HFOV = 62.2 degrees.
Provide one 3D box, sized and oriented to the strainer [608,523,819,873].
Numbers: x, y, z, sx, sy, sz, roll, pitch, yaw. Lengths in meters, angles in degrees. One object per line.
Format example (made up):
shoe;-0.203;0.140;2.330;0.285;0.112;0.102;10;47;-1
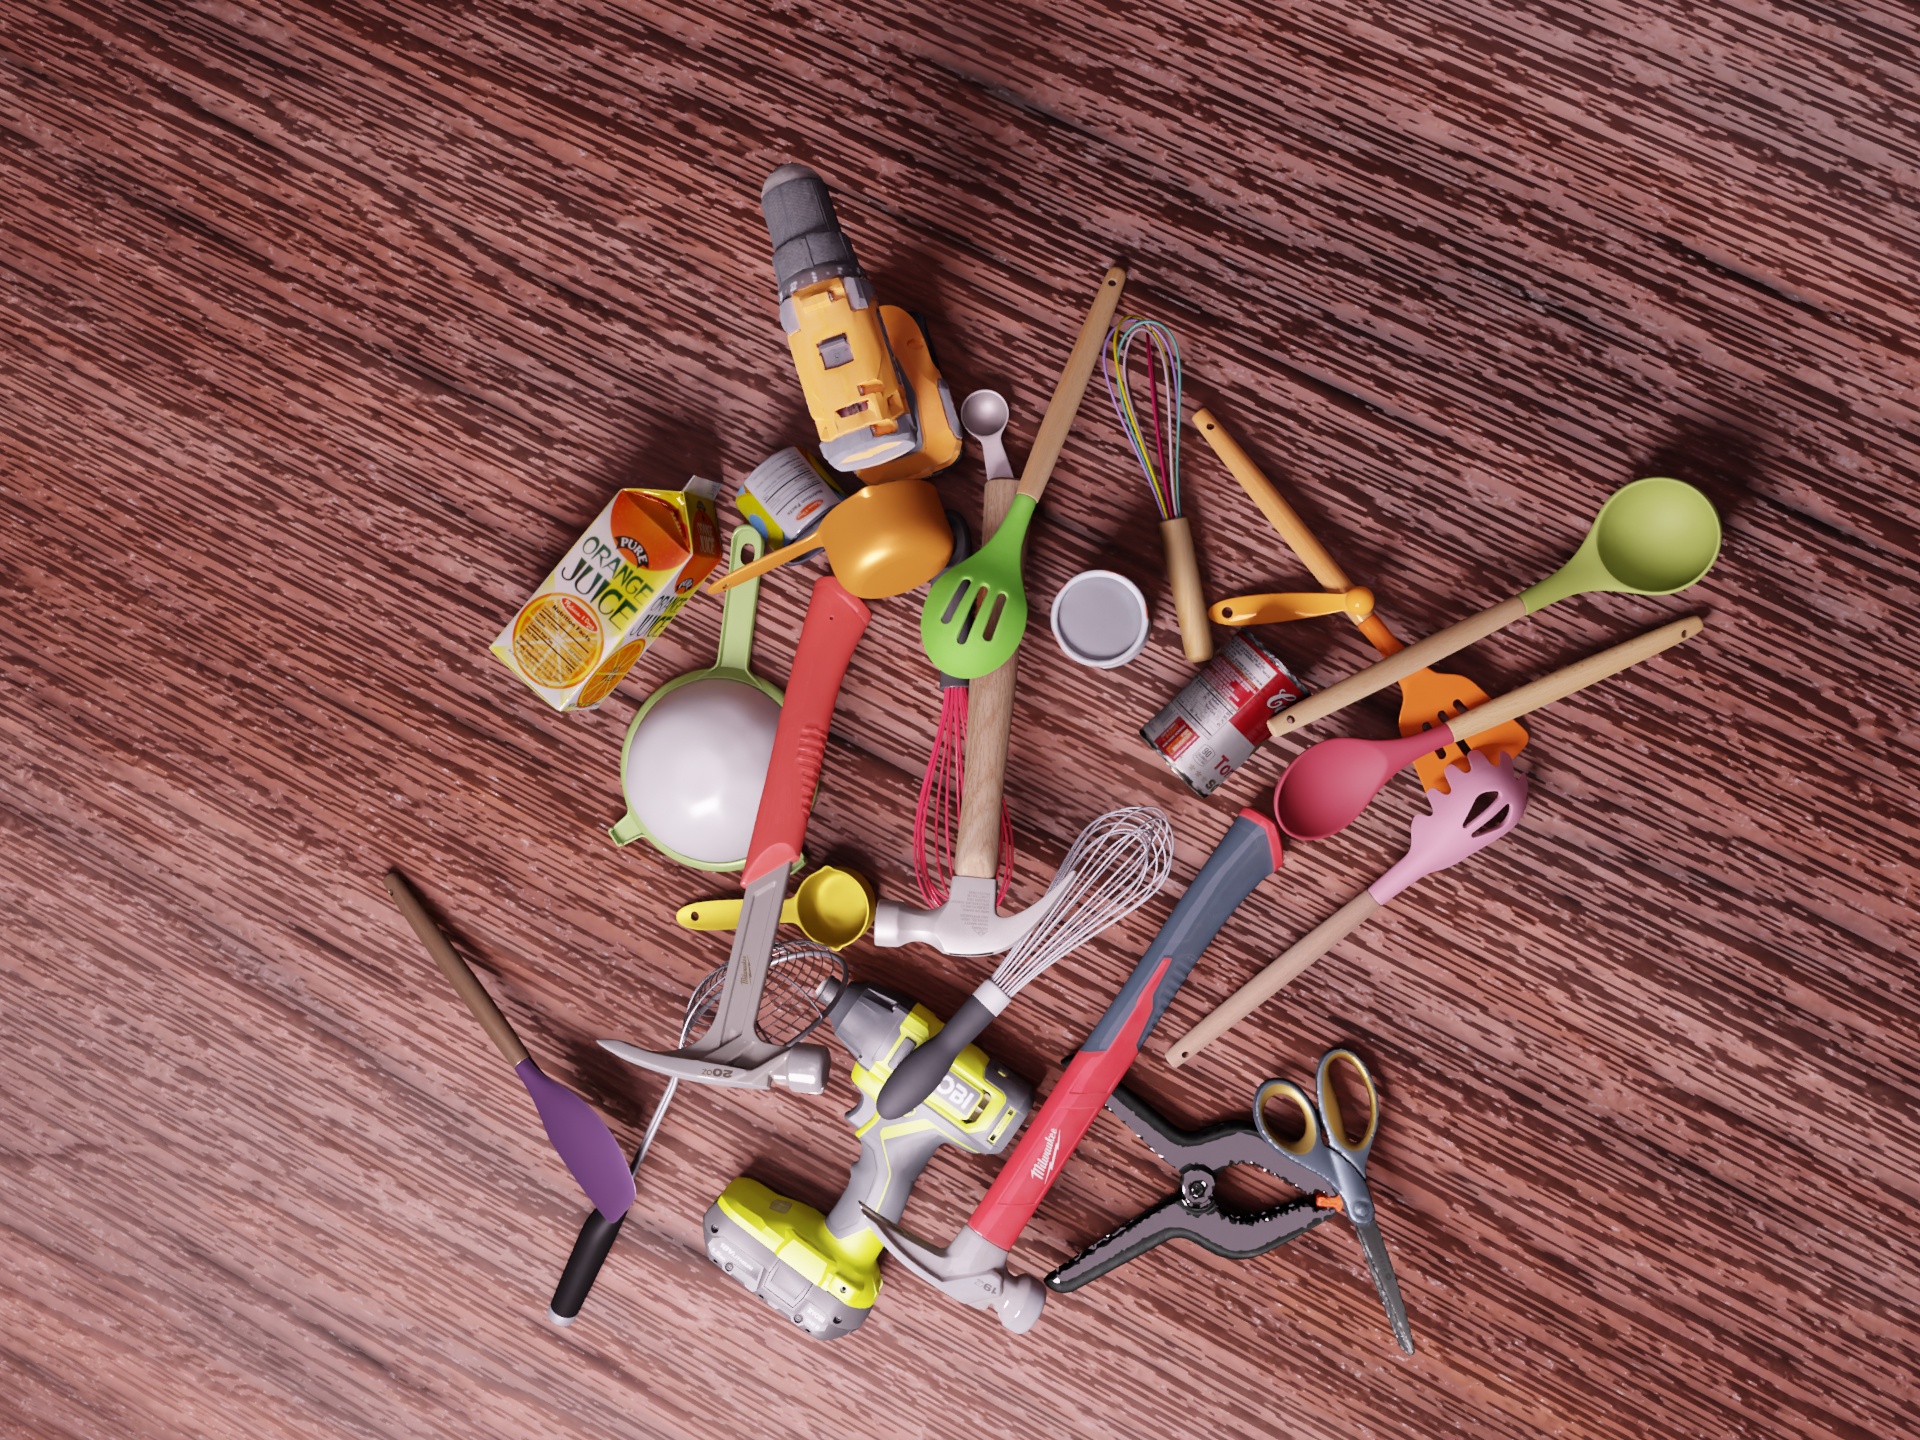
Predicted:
strainer;-0.174;-0.015;1.141;0.151;0.069;0.256;9;94;8

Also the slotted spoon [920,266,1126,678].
slotted spoon;0.052;-0.175;1.088;0.070;0.031;0.314;21;78;5

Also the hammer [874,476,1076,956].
hammer;0.023;-0.006;1.082;0.130;0.031;0.331;5;78;4

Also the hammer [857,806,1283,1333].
hammer;0.089;0.217;1.085;0.143;0.038;0.386;35;85;-10

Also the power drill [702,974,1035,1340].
power drill;-0.077;0.306;1.134;0.171;0.080;0.223;35;92;5

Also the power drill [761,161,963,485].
power drill;-0.068;-0.247;1.040;0.084;0.226;0.185;-18;89;8

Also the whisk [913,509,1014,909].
whisk;-0.002;-0.004;1.125;0.073;0.073;0.296;-3;84;8

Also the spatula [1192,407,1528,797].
spatula;0.264;-0.088;1.100;0.081;0.041;0.323;-38;82;7

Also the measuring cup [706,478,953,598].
measuring cup;-0.087;-0.104;1.092;0.173;0.095;0.052;-24;74;0

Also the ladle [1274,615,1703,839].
ladle;0.352;-0.003;1.067;0.315;0.031;0.069;-24;115;0

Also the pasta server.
pasta server;0.264;0.137;1.101;0.316;0.040;0.060;-42;99;12

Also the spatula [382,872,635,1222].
spatula;-0.333;0.229;1.162;0.316;0.018;0.059;47;120;18

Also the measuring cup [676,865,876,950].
measuring cup;-0.134;0.138;1.167;0.156;0.029;0.062;-6;93;20

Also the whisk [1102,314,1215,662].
whisk;0.147;-0.162;1.107;0.051;0.047;0.245;-11;94;20

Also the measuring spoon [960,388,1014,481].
measuring spoon;0.028;-0.175;1.138;0.034;0.018;0.124;-13;96;4

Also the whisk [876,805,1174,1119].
whisk;0.044;0.167;1.093;0.070;0.070;0.284;43;84;5

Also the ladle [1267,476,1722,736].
ladle;0.348;-0.067;1.046;0.320;0.062;0.078;-26;82;-1

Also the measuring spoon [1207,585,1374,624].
measuring spoon;0.225;-0.078;1.092;0.117;0.011;0.021;-3;98;28

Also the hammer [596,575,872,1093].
hammer;-0.130;0.066;1.080;0.149;0.036;0.359;7;68;8

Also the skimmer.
skimmer;-0.195;0.307;1.141;0.090;0.127;0.363;23;109;-12
